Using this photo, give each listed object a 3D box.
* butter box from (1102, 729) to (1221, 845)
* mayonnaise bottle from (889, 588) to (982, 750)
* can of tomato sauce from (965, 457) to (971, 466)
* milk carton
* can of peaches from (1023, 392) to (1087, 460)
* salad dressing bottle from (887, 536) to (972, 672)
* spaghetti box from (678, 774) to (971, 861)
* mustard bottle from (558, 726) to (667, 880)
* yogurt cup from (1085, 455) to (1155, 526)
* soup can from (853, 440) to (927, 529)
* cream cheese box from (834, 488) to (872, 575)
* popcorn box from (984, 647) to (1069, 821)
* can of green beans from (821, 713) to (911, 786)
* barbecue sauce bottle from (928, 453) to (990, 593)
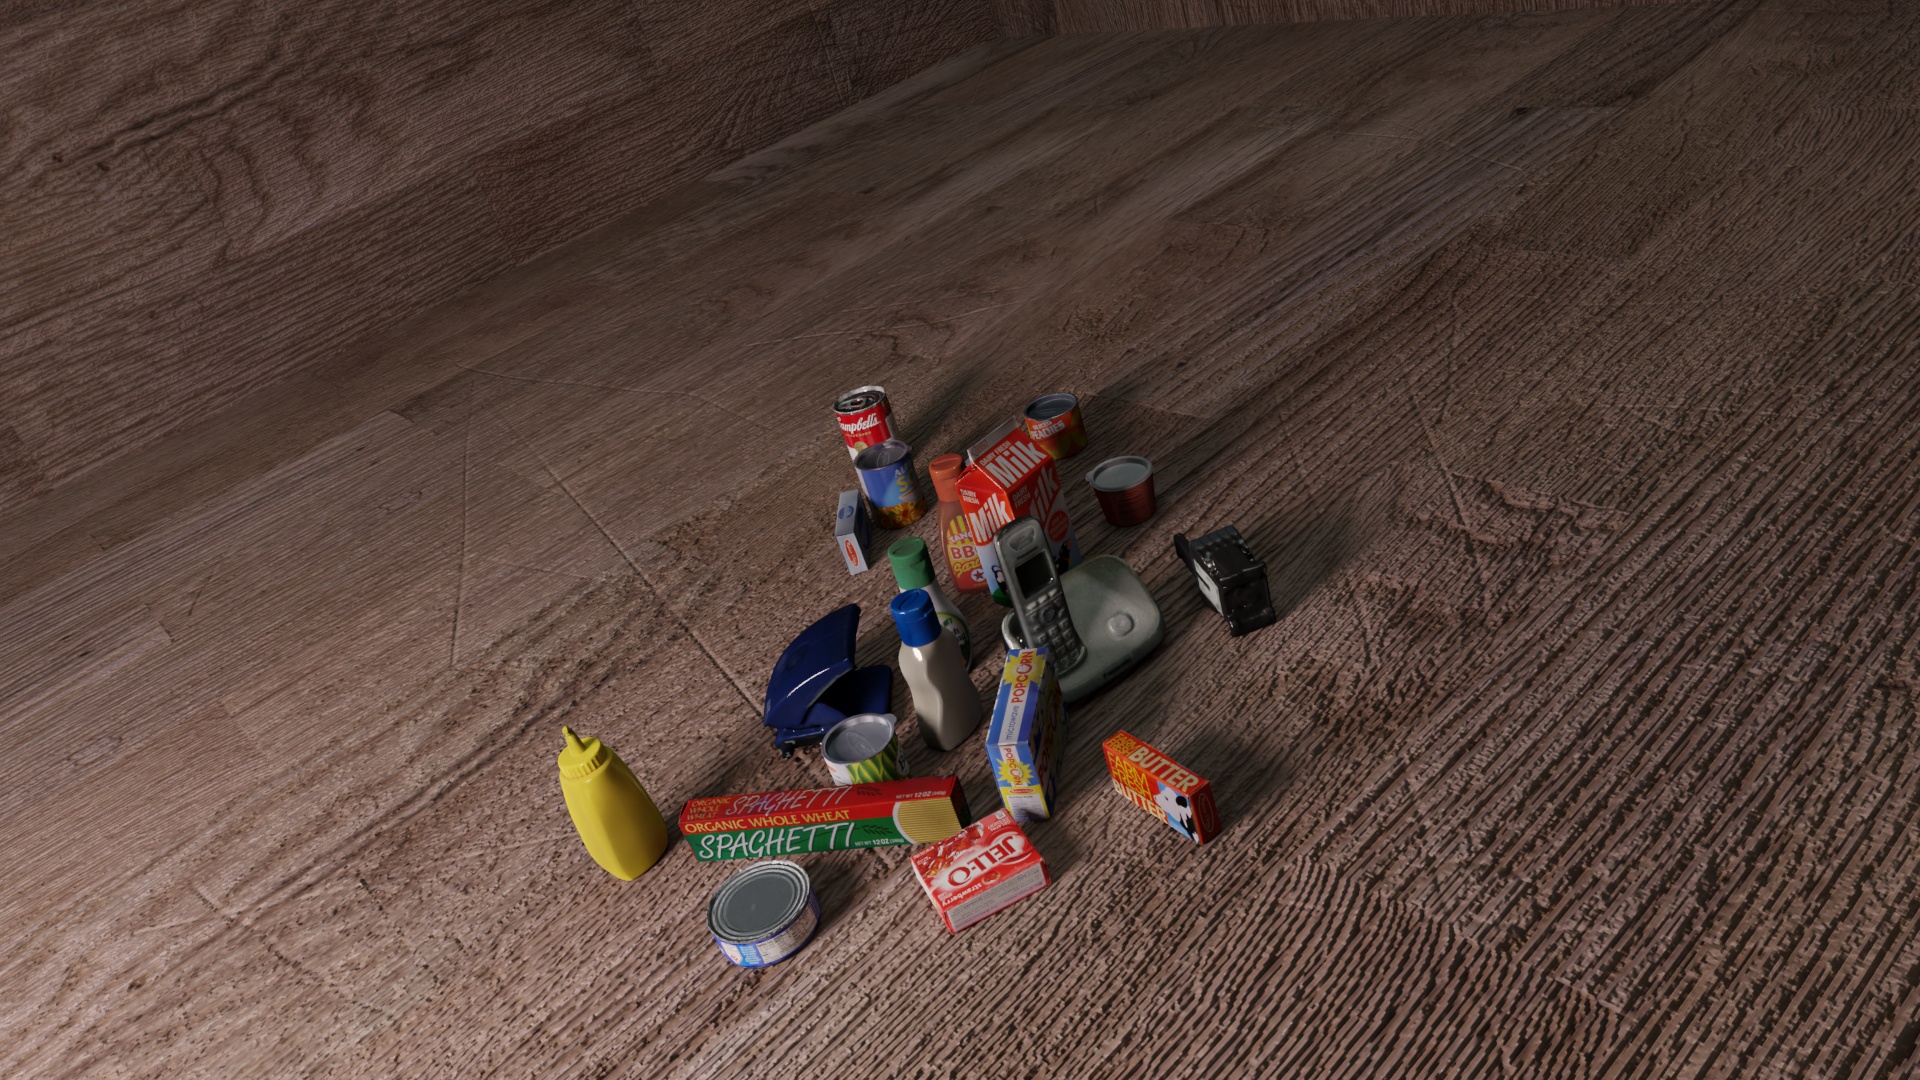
[{"bbox_3d":[0.156,0.192,1.087,0.024,0.053,0.103,-32,32,-23],"label":"butter box"},{"bbox_3d":[-0.024,0.111,1.223,0.041,0.147,0.065,7,38,37],"label":"mayonnaise bottle"},{"bbox_3d":[0.050,-0.061,1.538,0.071,0.082,0.071,-13,30,8],"label":"can of tomato sauce"},{"bbox_3d":[0.056,-0.025,1.366,0.073,0.189,0.073,14,42,43],"label":"milk carton"},{"bbox_3d":[0.113,-0.134,1.653,0.071,0.057,0.071,-13,30,8],"label":"can of peaches"},{"bbox_3d":[-0.031,0.066,1.303,0.064,0.147,0.044,-29,31,-19],"label":"salad dressing bottle"},{"bbox_3d":[-0.117,0.234,1.166,0.250,0.050,0.029,-8,31,16],"label":"spaghetti box"},{"bbox_3d":[-0.305,0.216,1.186,0.049,0.159,0.065,10,40,40],"label":"mustard bottle"},{"bbox_3d":[0.177,-0.051,1.483,0.072,0.053,0.073,-13,30,8],"label":"yogurt cup"},{"bbox_3d":[-0.078,-0.065,1.613,0.071,0.083,0.072,-13,30,8],"label":"soup can"},{"bbox_3d":[-0.121,-0.011,1.576,0.024,0.053,0.104,-14,30,7],"label":"cream cheese box"},{"bbox_3d":[0.057,0.161,1.160,0.038,0.085,0.127,-8,31,17],"label":"popcorn box"},{"bbox_3d":[-0.081,0.193,1.208,0.071,0.057,0.071,-13,30,8],"label":"can of green beans"},{"bbox_3d":[0.005,-0.018,1.424,0.065,0.148,0.044,-12,30,10],"label":"barbecue sauce bottle"}]
